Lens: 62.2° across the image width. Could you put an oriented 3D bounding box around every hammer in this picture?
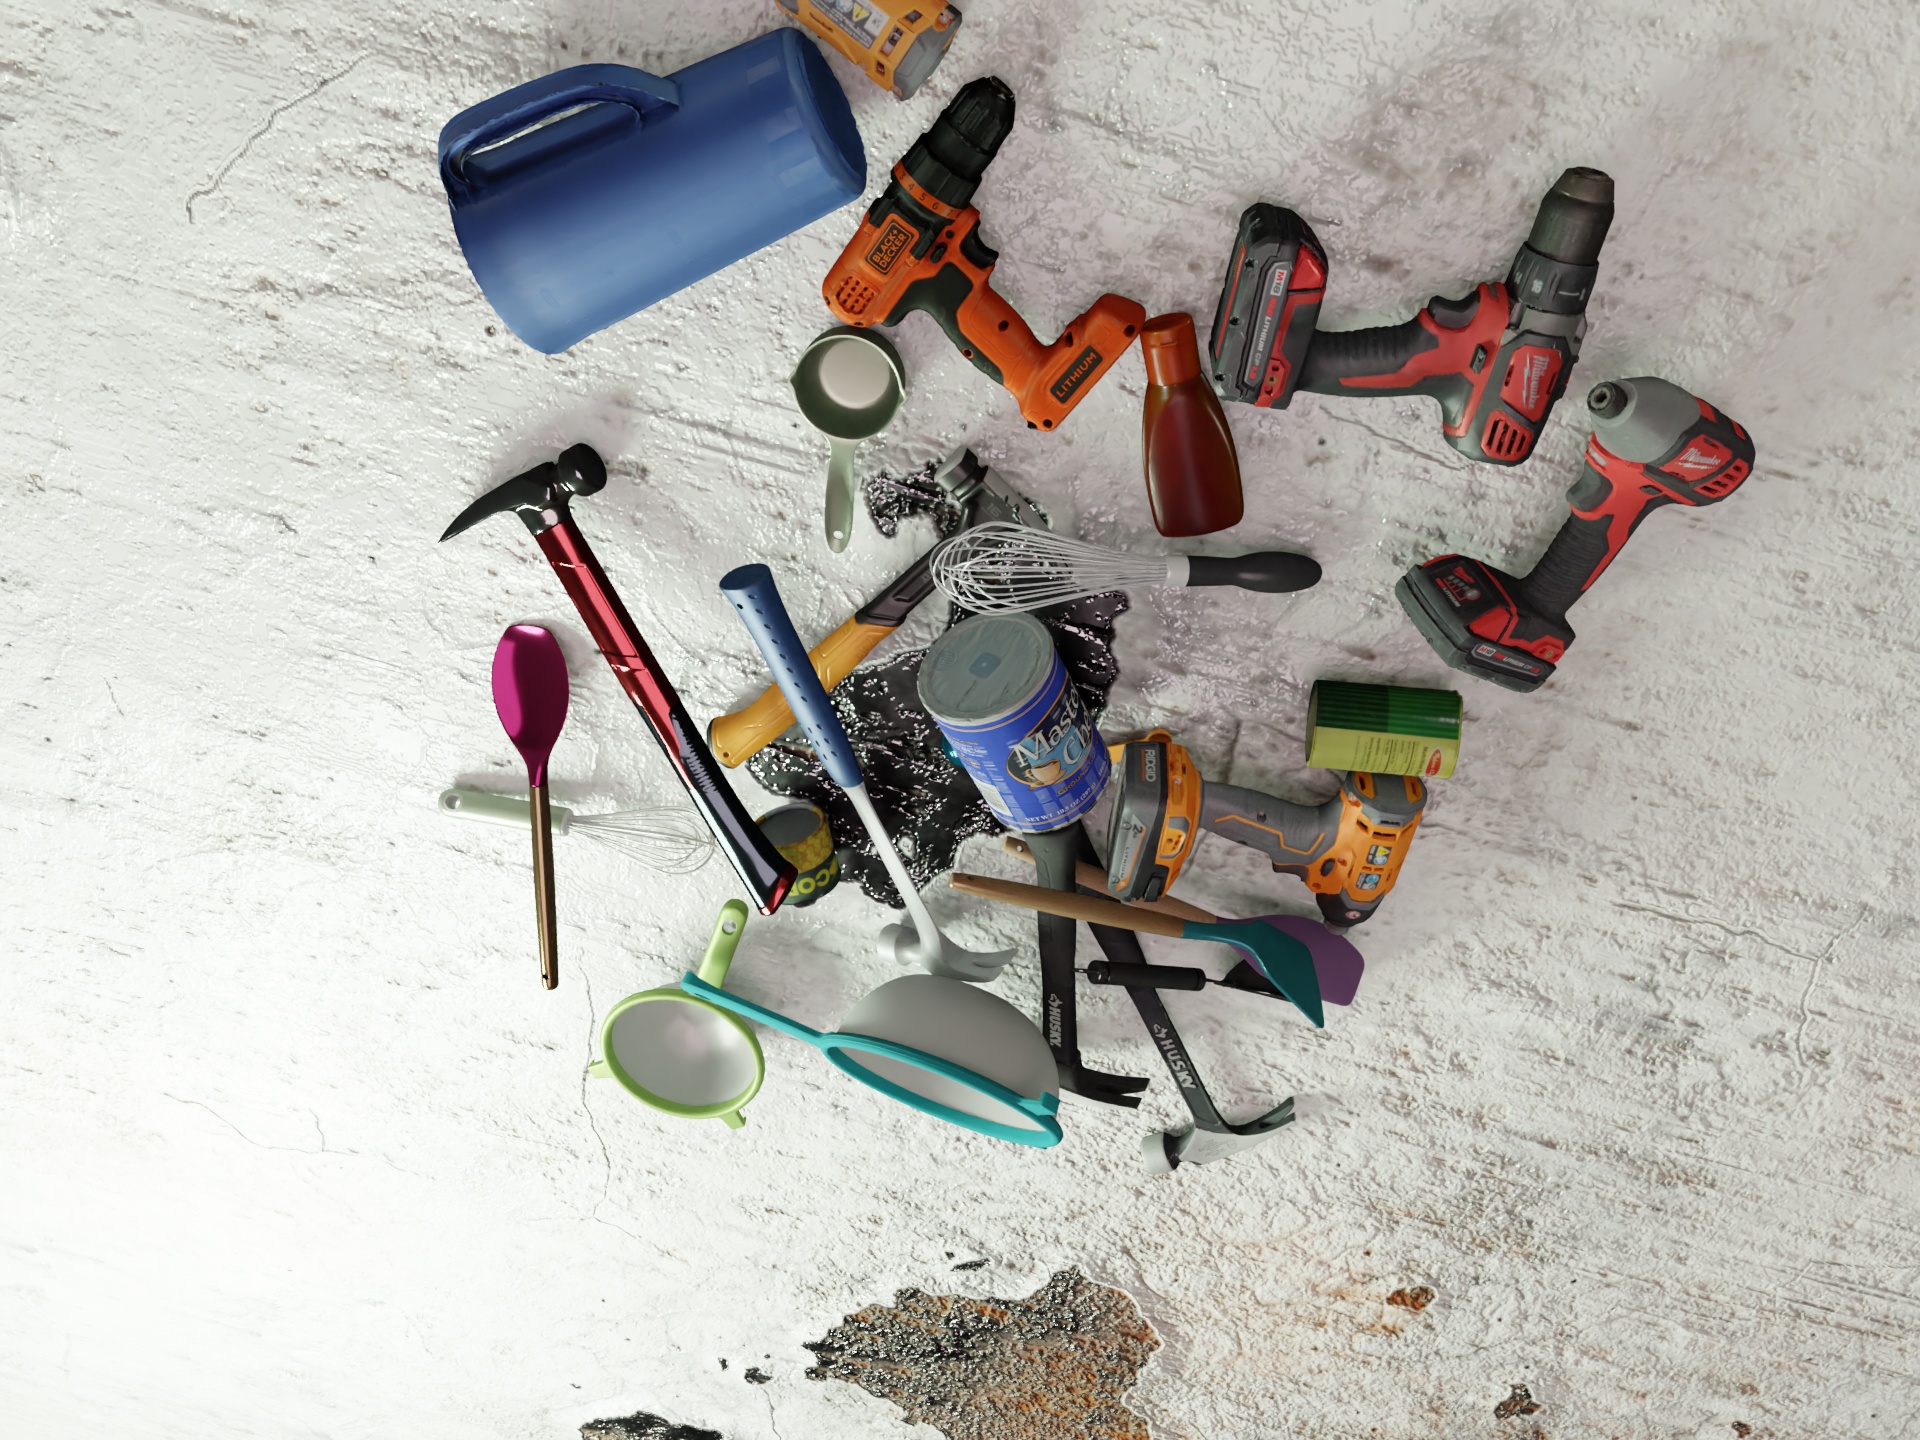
[{"bbox_3d":[-0.071,-0.060,1.211,0.337,0.034,0.127,-38,109,27],"label":"hammer"},{"bbox_3d":[-0.247,-0.012,1.223,0.143,0.038,0.386,-23,105,22],"label":"hammer"},{"bbox_3d":[-0.076,0.055,1.229,0.144,0.035,0.405,8,134,42],"label":"hammer"},{"bbox_3d":[0.085,0.202,1.301,0.146,0.035,0.334,15,134,21],"label":"hammer"},{"bbox_3d":[0.160,0.232,1.362,0.149,0.036,0.408,-18,118,18],"label":"hammer"}]

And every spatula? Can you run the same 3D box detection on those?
[{"bbox_3d":[0.140,0.162,1.213,0.317,0.082,0.044,14,132,-12],"label":"spatula"},{"bbox_3d":[0.181,0.153,1.281,0.316,0.018,0.060,21,83,-6],"label":"spatula"}]

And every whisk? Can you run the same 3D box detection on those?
[{"bbox_3d":[0.119,-0.107,1.117,0.284,0.070,0.070,0,124,-11],"label":"whisk"},{"bbox_3d":[-0.323,0.087,1.338,0.246,0.059,0.058,9,80,7],"label":"whisk"}]

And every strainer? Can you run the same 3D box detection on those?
[{"bbox_3d":[-0.061,0.245,1.317,0.340,0.095,0.210,20,158,9],"label":"strainer"},{"bbox_3d":[-0.225,0.241,1.405,0.151,0.069,0.256,21,121,-3],"label":"strainer"},{"bbox_3d":[0.198,0.209,1.292,0.258,0.087,0.050,9,84,-30],"label":"strainer"}]

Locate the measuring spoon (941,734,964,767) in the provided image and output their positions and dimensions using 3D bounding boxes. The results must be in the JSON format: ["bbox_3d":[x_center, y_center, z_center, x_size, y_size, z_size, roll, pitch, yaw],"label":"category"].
[{"bbox_3d":[-0.002,-0.004,1.222,0.042,0.021,0.128,-7,138,8],"label":"measuring spoon"}]

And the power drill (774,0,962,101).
[{"bbox_3d":[-0.043,-0.499,0.902,0.185,0.084,0.226,35,125,-12],"label":"power drill"}]

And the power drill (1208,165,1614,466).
[{"bbox_3d":[0.285,-0.267,1.002,0.226,0.080,0.187,10,124,-2],"label":"power drill"}]

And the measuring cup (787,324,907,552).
[{"bbox_3d":[-0.080,-0.198,1.122,0.083,0.038,0.167,9,125,3],"label":"measuring cup"}]

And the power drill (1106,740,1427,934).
[{"bbox_3d":[0.231,0.099,1.238,0.226,0.084,0.164,6,130,0],"label":"power drill"}]

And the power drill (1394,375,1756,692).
[{"bbox_3d":[0.401,-0.128,1.048,0.143,0.079,0.219,15,127,-36],"label":"power drill"}]

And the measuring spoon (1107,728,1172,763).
[{"bbox_3d":[0.111,0.026,1.254,0.117,0.011,0.021,-16,131,22],"label":"measuring spoon"}]

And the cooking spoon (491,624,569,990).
[{"bbox_3d":[-0.345,0.076,1.306,0.069,0.017,0.318,6,108,13],"label":"cooking spoon"}]
